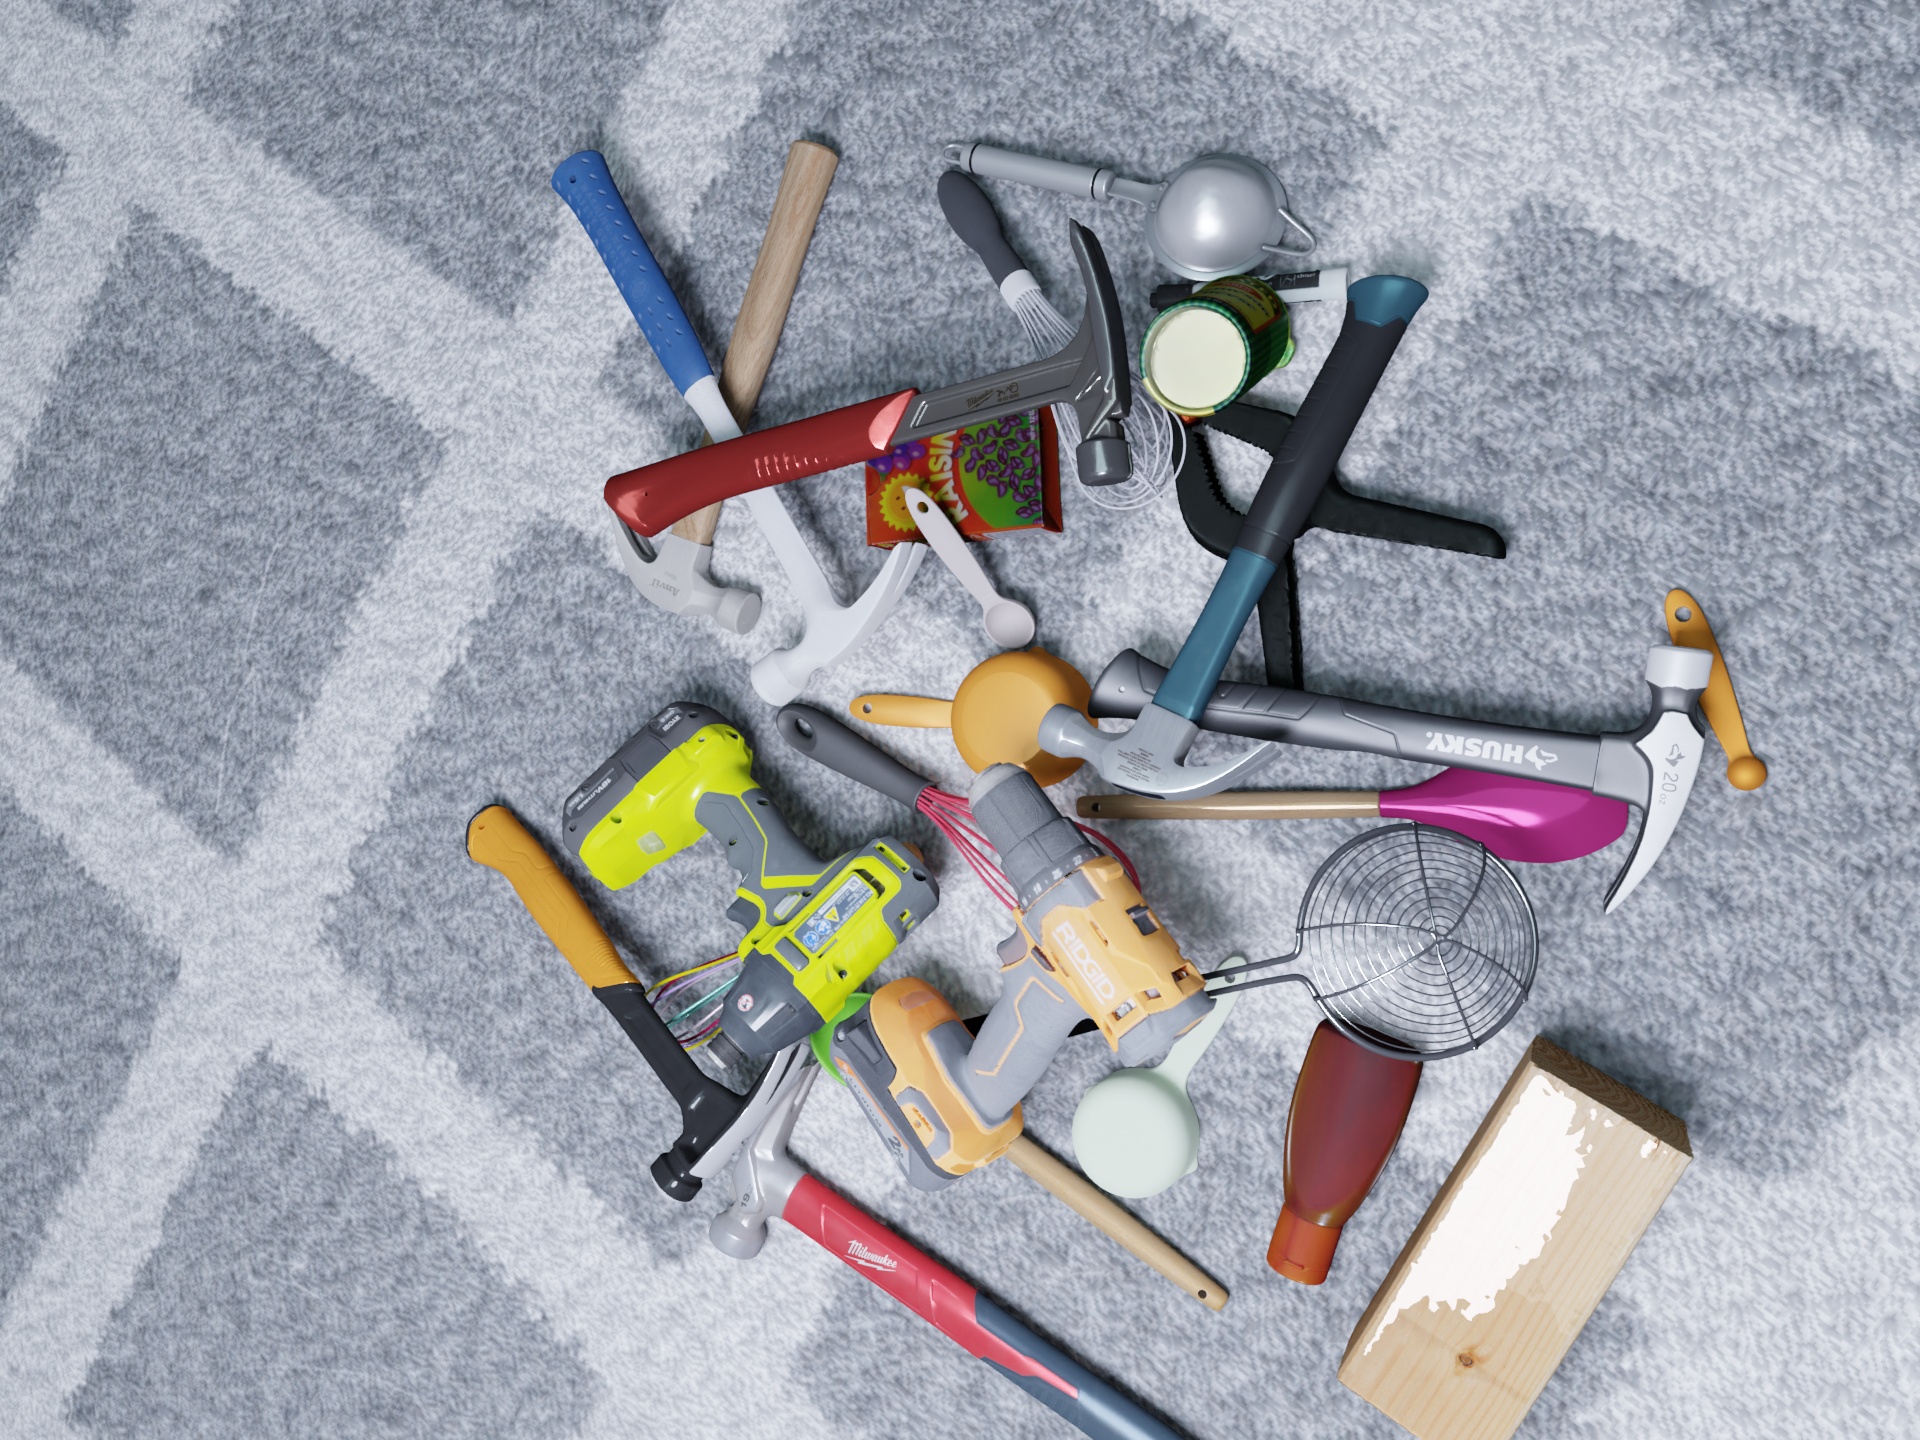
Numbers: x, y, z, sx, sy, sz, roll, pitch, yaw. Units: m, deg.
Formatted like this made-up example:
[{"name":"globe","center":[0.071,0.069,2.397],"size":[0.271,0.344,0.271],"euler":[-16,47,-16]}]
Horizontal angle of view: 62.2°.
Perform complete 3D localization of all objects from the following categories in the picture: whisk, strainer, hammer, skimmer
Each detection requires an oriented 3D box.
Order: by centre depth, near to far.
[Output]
[{"name":"hammer","center":[0.235,0.011,0.902],"size":[0.335,0.035,0.146],"euler":[9,98,20]},{"name":"hammer","center":[0.172,-0.105,0.904],"size":[0.128,0.033,0.331],"euler":[27,88,25]},{"name":"skimmer","center":[0.150,0.155,0.937],"size":[0.363,0.090,0.127],"euler":[-21,78,39]},{"name":"hammer","center":[-0.069,-0.183,0.971],"size":[0.359,0.036,0.149],"euler":[-10,86,27]},{"name":"whisk","center":[0.052,-0.243,0.986],"size":[0.070,0.070,0.285],"euler":[-38,64,18]},{"name":"strainer","center":[0.096,-0.332,0.990],"size":[0.258,0.050,0.087],"euler":[21,81,25]},{"name":"hammer","center":[0.019,0.371,1.010],"size":[0.386,0.038,0.143],"euler":[28,98,21]},{"name":"whisk","center":[-0.007,0.057,1.018],"size":[0.296,0.073,0.073],"euler":[28,100,28]},{"name":"hammer","center":[-0.164,-0.217,1.061],"size":[0.144,0.035,0.406],"euler":[-36,75,23]},{"name":"whisk","center":[-0.126,0.153,1.073],"size":[0.245,0.051,0.047],"euler":[-36,71,15]},{"name":"hammer","center":[-0.240,0.162,1.085],"size":[0.127,0.034,0.337],"euler":[-49,58,2]},{"name":"hammer","center":[-0.153,-0.234,1.097],"size":[0.130,0.031,0.331],"euler":[21,97,21]}]

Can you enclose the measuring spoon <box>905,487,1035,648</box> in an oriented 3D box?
[{"name":"measuring spoon","center":[0.007,-0.099,1.011],"size":[0.034,0.018,0.124],"euler":[-29,105,34]}]

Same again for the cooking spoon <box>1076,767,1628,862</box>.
[{"name":"cooking spoon","center":[0.222,0.050,0.940],"size":[0.319,0.017,0.069],"euler":[-2,88,22]}]

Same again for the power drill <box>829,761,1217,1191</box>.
[{"name":"power drill","center":[0.018,0.151,0.933],"size":[0.226,0.084,0.185],"euler":[-45,72,32]}]

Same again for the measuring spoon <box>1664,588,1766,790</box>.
[{"name":"measuring spoon","center":[0.410,-0.017,0.866],"size":[0.021,0.011,0.117],"euler":[-21,81,21]}]

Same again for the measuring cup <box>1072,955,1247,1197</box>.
[{"name":"measuring cup","center":[0.126,0.216,0.966],"size":[0.083,0.038,0.167],"euler":[33,103,20]}]

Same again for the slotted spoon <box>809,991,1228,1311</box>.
[{"name":"slotted spoon","center":[0.034,0.273,1.011],"size":[0.314,0.031,0.070],"euler":[33,107,18]}]

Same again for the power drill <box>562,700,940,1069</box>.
[{"name":"power drill","center":[-0.146,0.103,1.020],"size":[0.171,0.080,0.223],"euler":[-44,60,-14]}]

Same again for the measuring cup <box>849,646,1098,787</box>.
[{"name":"measuring cup","center":[-0.002,-0.003,1.016],"size":[0.174,0.052,0.095],"euler":[4,91,21]}]
